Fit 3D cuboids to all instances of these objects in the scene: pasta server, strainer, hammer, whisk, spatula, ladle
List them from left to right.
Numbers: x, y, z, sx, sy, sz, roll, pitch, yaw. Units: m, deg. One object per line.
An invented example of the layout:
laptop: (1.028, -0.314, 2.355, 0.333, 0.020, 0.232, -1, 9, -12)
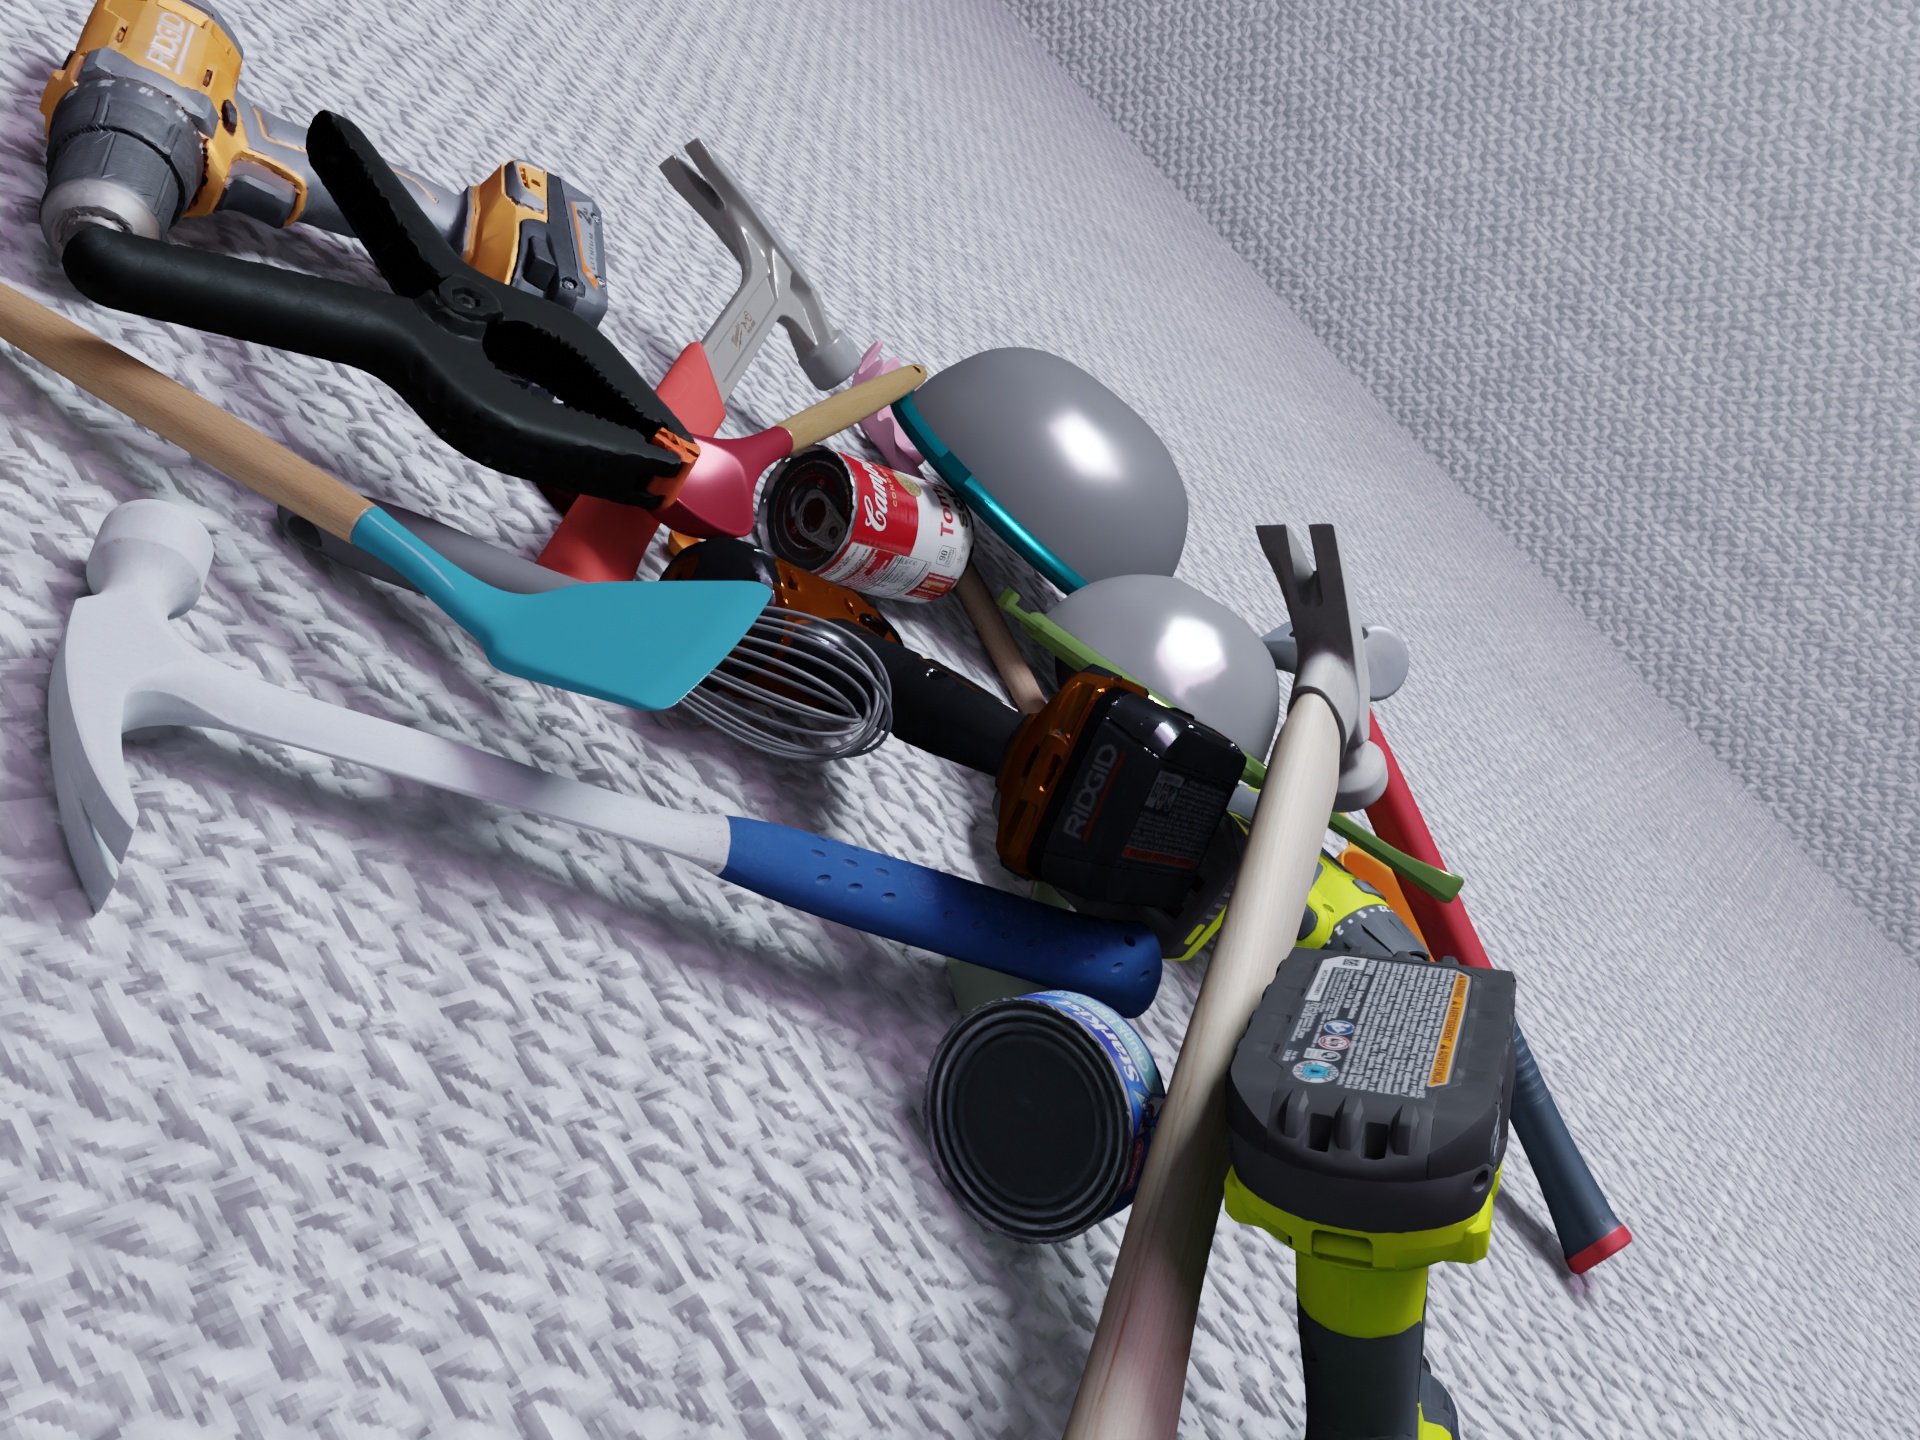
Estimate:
spatula: (-0.219, -0.088, 0.534, 0.317, 0.044, 0.082, 30, 39, 2)
whisk: (-0.136, -0.040, 0.580, 0.239, 0.055, 0.055, 20, 28, 1)
hammer: (-0.137, -0.150, 0.747, 0.149, 0.036, 0.359, 51, 31, -25)
hammer: (-0.093, 0.045, 0.550, 0.405, 0.035, 0.144, 20, 34, -29)
ladle: (-0.077, -0.142, 0.768, 0.069, 0.031, 0.315, 48, 29, -2)
pasta server: (-0.004, -0.115, 0.964, 0.060, 0.040, 0.317, 38, 22, -54)
strainer: (0.053, -0.184, 0.994, 0.210, 0.095, 0.341, 36, 18, -28)
hammer: (0.091, 0.102, 0.552, 0.411, 0.038, 0.146, -63, 144, -42)
strainer: (0.147, -0.006, 0.784, 0.257, 0.069, 0.151, 35, 6, 28)
hammer: (0.258, 0.122, 0.851, 0.386, 0.038, 0.143, 63, -11, -9)

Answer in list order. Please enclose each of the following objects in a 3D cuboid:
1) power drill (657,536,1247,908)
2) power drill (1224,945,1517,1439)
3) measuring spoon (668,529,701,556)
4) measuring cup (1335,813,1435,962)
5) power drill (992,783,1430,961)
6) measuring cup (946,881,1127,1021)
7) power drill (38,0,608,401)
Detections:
power drill: (-0.001, -0.002, 0.670, 0.227, 0.084, 0.164, 25, 3, 26)
power drill: (0.138, 0.197, 0.529, 0.080, 0.223, 0.171, 4, 17, 22)
measuring spoon: (-0.096, -0.053, 0.771, 0.116, 0.011, 0.021, 40, 24, -16)
measuring cup: (0.226, 0.095, 0.965, 0.095, 0.052, 0.174, 22, 31, -38)
power drill: (0.140, 0.083, 0.777, 0.228, 0.080, 0.191, 26, 15, -44)
measuring cup: (0.045, 0.096, 0.713, 0.083, 0.038, 0.168, 39, 28, -9)
power drill: (-0.270, -0.213, 0.684, 0.226, 0.084, 0.186, 21, 36, -32)
